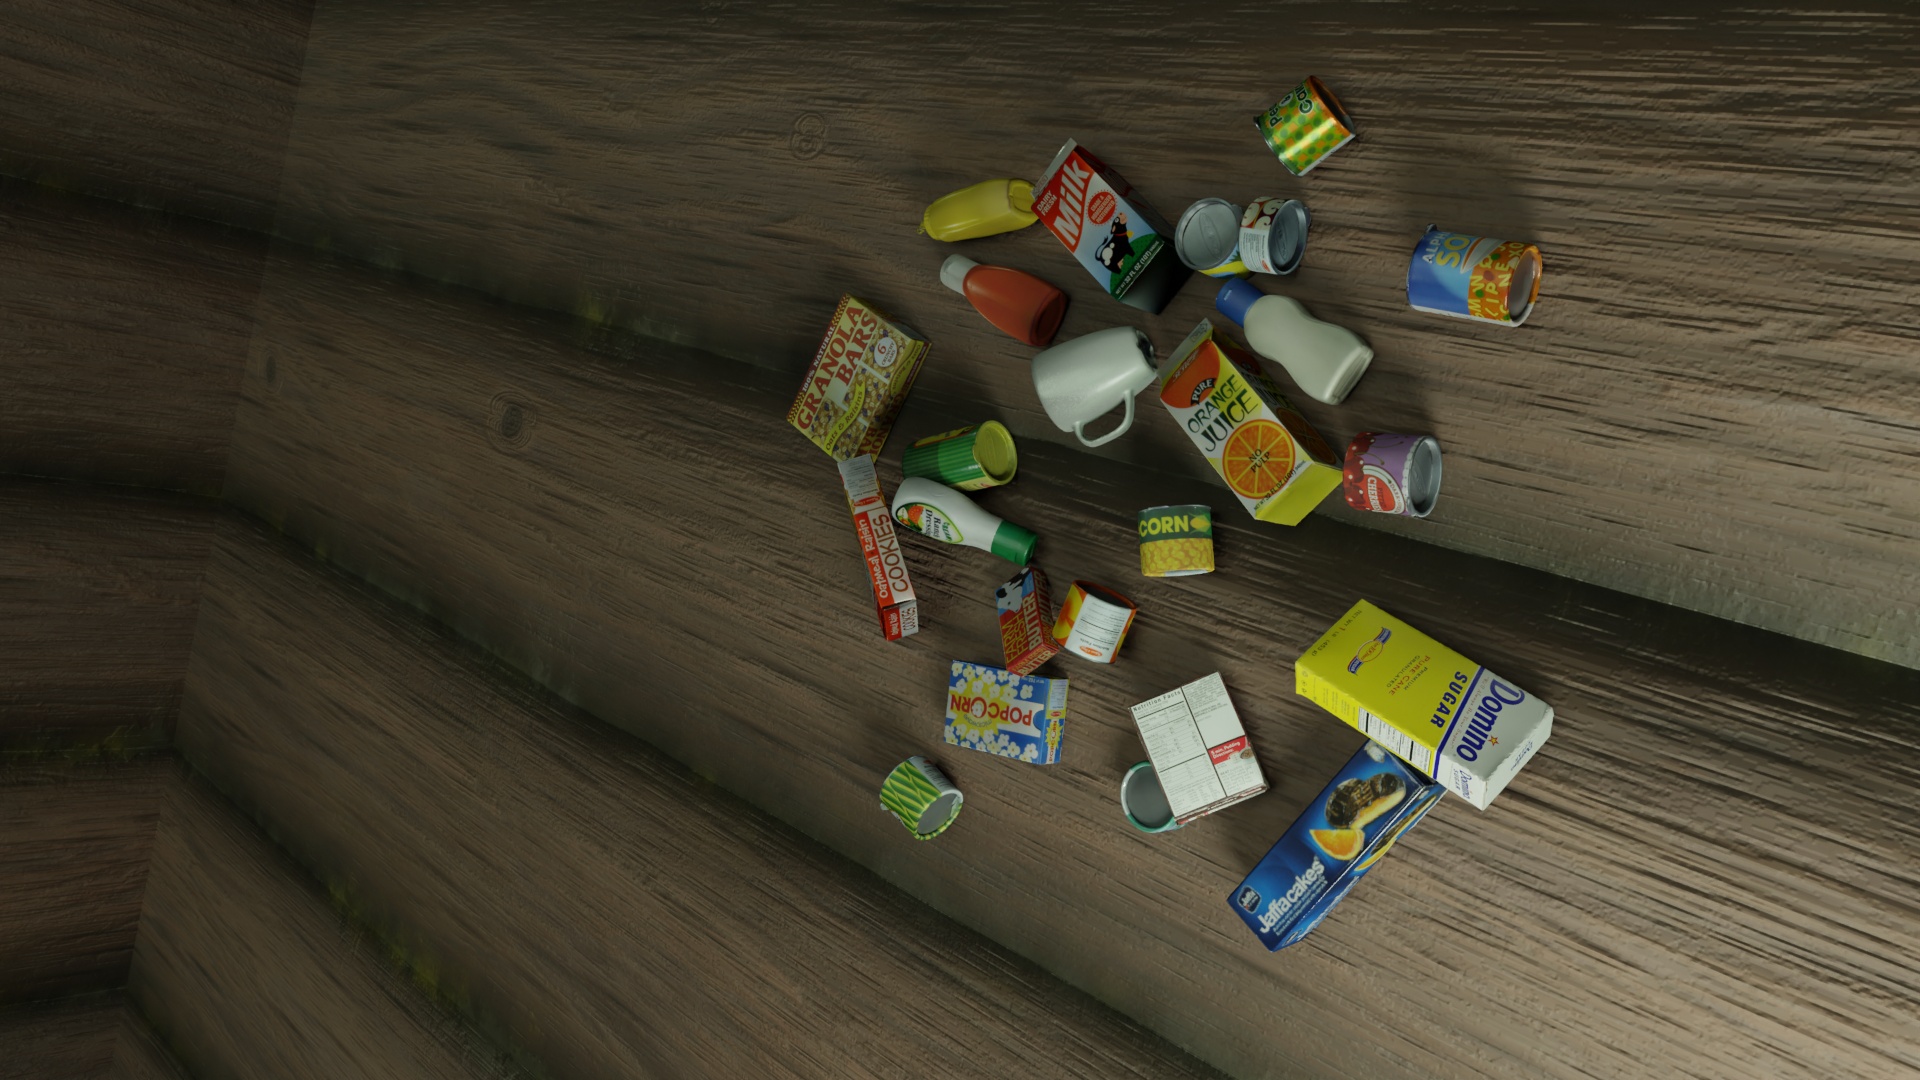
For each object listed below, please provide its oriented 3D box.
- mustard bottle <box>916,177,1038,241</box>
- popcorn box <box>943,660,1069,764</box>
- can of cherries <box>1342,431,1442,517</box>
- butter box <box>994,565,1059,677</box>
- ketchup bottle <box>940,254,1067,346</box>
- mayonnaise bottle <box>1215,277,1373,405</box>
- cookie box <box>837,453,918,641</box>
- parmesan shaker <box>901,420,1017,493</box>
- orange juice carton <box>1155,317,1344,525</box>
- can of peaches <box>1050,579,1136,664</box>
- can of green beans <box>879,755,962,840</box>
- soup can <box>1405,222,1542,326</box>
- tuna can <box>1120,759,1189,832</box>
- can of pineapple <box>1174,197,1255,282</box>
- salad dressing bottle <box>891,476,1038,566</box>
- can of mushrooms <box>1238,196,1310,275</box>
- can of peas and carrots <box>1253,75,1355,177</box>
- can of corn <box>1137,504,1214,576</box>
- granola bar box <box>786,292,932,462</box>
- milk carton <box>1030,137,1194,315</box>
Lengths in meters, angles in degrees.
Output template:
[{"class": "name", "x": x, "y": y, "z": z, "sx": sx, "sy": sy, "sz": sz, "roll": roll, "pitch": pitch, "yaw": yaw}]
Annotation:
[{"class": "mustard bottle", "x": 0.008, "y": -0.342, "z": 1.454, "sx": 0.160, "sy": 0.065, "sz": 0.049, "roll": -2, "pitch": 89, "yaw": 43}, {"class": "popcorn box", "x": 0.044, "y": 0.170, "z": 1.387, "sx": 0.126, "sy": 0.038, "sz": 0.085, "roll": 6, "pitch": 88, "yaw": 40}, {"class": "can of cherries", "x": 0.352, "y": -0.053, "z": 1.135, "sx": 0.058, "sy": 0.071, "sz": 0.071, "roll": 9, "pitch": 91, "yaw": 40}, {"class": "butter box", "x": 0.064, "y": 0.079, "z": 1.364, "sx": 0.053, "sy": 0.024, "sz": 0.104, "roll": -40, "pitch": 38, "yaw": 29}, {"class": "ketchup bottle", "x": 0.040, "y": -0.254, "z": 1.430, "sx": 0.149, "sy": 0.043, "sz": 0.064, "roll": 34, "pitch": 106, "yaw": 37}, {"class": "mayonnaise bottle", "x": 0.288, "y": -0.181, "z": 1.221, "sx": 0.148, "sy": 0.041, "sz": 0.064, "roll": 45, "pitch": 112, "yaw": 35}, {"class": "cookie box", "x": -0.086, "y": 0.010, "z": 1.460, "sx": 0.040, "sy": 0.122, "sz": 0.168, "roll": -16, "pitch": 71, "yaw": -6}, {"class": "parmesan shaker", "x": -0.004, "y": -0.081, "z": 1.430, "sx": 0.103, "sy": 0.071, "sz": 0.071, "roll": -11, "pitch": 79, "yaw": 38}, {"class": "orange juice carton", "x": 0.247, "y": -0.108, "z": 1.226, "sx": 0.071, "sy": 0.073, "sz": 0.193, "roll": -48, "pitch": 58, "yaw": 26}, {"class": "can of peaches", "x": 0.125, "y": 0.076, "z": 1.313, "sx": 0.071, "sy": 0.071, "sz": 0.058, "roll": 31, "pitch": 106, "yaw": 37}, {"class": "can of green beans", "x": -0.040, "y": 0.265, "z": 1.428, "sx": 0.058, "sy": 0.071, "sz": 0.071, "roll": 40, "pitch": 110, "yaw": 34}, {"class": "soup can", "x": 0.409, "y": -0.212, "z": 1.105, "sx": 0.084, "sy": 0.071, "sz": 0.071, "roll": 20, "pitch": 98, "yaw": 39}, {"class": "tuna can", "x": 0.183, "y": 0.233, "z": 1.268, "sx": 0.071, "sy": 0.033, "sz": 0.071, "roll": -5, "pitch": 83, "yaw": 40}, {"class": "can of pineapple", "x": 0.239, "y": -0.272, "z": 1.259, "sx": 0.071, "sy": 0.058, "sz": 0.071, "roll": -4, "pitch": 83, "yaw": 39}, {"class": "salad dressing bottle", "x": 0.005, "y": -0.018, "z": 1.402, "sx": 0.148, "sy": 0.044, "sz": 0.064, "roll": 22, "pitch": 144, "yaw": 13}, {"class": "can of mushrooms", "x": 0.277, "y": -0.270, "z": 1.224, "sx": 0.033, "sy": 0.071, "sz": 0.071, "roll": 18, "pitch": 97, "yaw": 40}, {"class": "can of peas and carrots", "x": 0.300, "y": -0.362, "z": 1.210, "sx": 0.058, "sy": 0.071, "sz": 0.071, "roll": -35, "pitch": 65, "yaw": 31}, {"class": "can of corn", "x": 0.194, "y": 0.001, "z": 1.259, "sx": 0.071, "sy": 0.071, "sz": 0.058, "roll": -8, "pitch": 81, "yaw": 39}, {"class": "granola bar box", "x": -0.117, "y": -0.177, "z": 1.555, "sx": 0.124, "sy": 0.039, "sz": 0.165, "roll": 38, "pitch": 109, "yaw": 36}, {"class": "milk carton", "x": 0.138, "y": -0.307, "z": 1.336, "sx": 0.072, "sy": 0.073, "sz": 0.191, "roll": -51, "pitch": 57, "yaw": 24}]
